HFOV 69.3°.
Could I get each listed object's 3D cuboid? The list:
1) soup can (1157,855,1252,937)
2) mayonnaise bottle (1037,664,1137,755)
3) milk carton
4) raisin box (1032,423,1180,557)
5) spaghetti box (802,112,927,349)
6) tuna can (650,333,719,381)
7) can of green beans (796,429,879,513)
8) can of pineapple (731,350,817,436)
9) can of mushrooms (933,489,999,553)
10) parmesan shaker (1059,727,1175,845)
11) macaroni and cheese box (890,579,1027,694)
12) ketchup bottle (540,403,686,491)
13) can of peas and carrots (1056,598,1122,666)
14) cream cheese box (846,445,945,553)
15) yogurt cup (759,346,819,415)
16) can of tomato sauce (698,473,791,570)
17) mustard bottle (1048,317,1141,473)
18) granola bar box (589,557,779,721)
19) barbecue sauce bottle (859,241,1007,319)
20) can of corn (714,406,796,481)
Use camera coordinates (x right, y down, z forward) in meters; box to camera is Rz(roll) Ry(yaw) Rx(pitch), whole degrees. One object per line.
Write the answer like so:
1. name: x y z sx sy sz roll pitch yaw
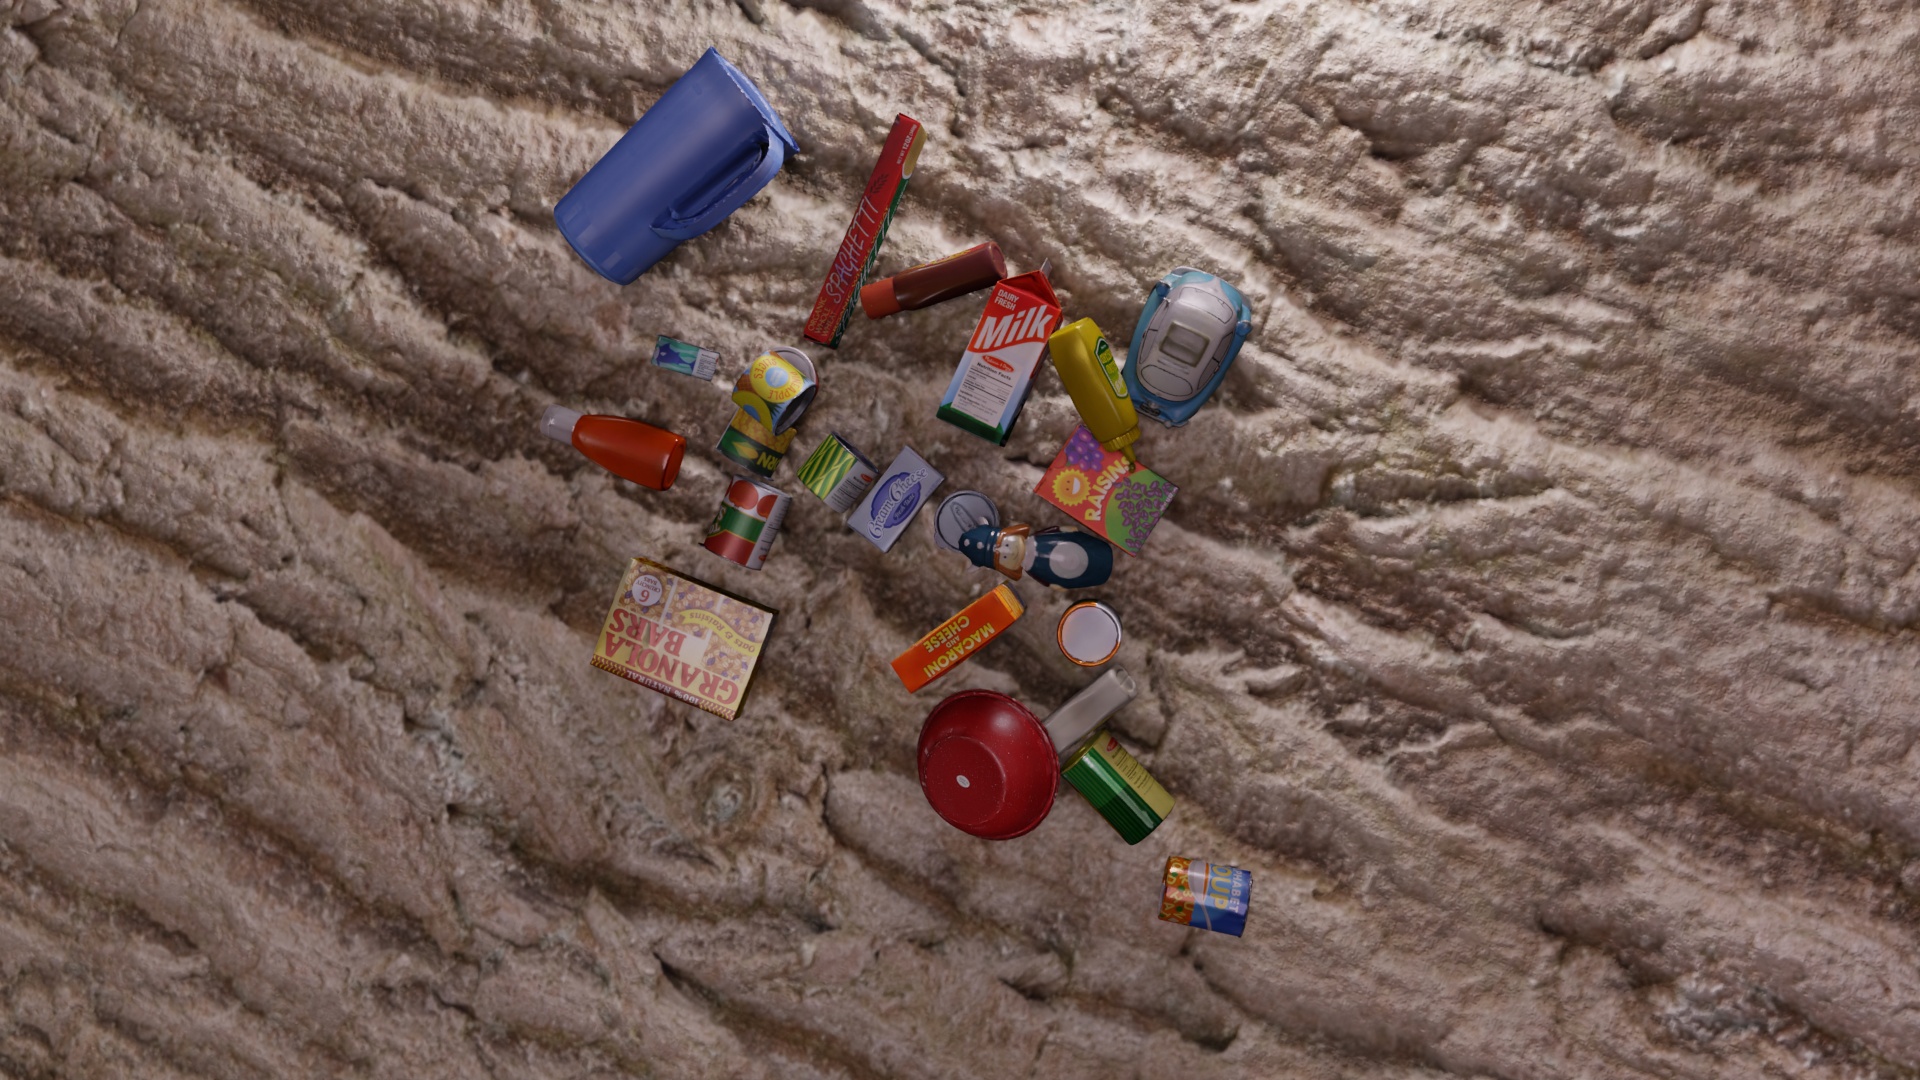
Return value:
1. soup can: 0.246 0.356 1.398 0.084 0.071 0.071 11 92 6
2. mayonnaise bottle: 0.112 0.186 1.415 0.148 0.065 0.041 -41 84 16
3. milk carton: 0.050 -0.195 1.411 0.073 0.072 0.190 25 94 5
4. raisin box: 0.149 -0.051 1.419 0.123 0.040 0.086 34 95 5
5. spaghetti box: -0.098 -0.316 1.437 0.029 0.050 0.249 24 94 6
6. tuna can: -0.290 -0.191 1.452 0.071 0.071 0.033 17 94 6
7. can of green beans: -0.127 -0.070 1.435 0.071 0.071 0.058 42 96 4
8. can of pineapple: -0.185 -0.148 1.383 0.058 0.071 0.071 39 95 4
9. can of mushrooms: 0.005 -0.018 1.438 0.071 0.033 0.071 0 91 6
10. parmesan shaker: 0.158 0.251 1.406 0.071 0.071 0.103 -44 87 5
11. macaroni and cheese box: 0.003 0.093 1.373 0.123 0.166 0.040 -36 88 6
12. ketchup bottle: -0.370 -0.104 1.473 0.149 0.043 0.064 20 92 6
13. can of peas and carrots: 0.130 0.095 1.413 0.071 0.059 0.071 0 91 7
14. cream cheese box: -0.067 -0.042 1.450 0.053 0.024 0.103 38 95 5
15. yogurt cup: -0.179 -0.166 1.446 0.072 0.054 0.072 0 91 6
16. can of tomato sauce: -0.223 -0.020 1.446 0.071 0.071 0.083 25 93 5
17. mustard bottle: 0.141 -0.140 1.373 0.048 0.065 0.160 -22 102 28
18. granola bar box: -0.290 0.103 1.469 0.166 0.039 0.124 21 93 5
19. barbecue sauce bottle: -0.029 -0.264 1.426 0.148 0.065 0.043 -15 95 15
20. can of corn: -0.210 -0.104 1.444 0.071 0.071 0.058 30 94 5
